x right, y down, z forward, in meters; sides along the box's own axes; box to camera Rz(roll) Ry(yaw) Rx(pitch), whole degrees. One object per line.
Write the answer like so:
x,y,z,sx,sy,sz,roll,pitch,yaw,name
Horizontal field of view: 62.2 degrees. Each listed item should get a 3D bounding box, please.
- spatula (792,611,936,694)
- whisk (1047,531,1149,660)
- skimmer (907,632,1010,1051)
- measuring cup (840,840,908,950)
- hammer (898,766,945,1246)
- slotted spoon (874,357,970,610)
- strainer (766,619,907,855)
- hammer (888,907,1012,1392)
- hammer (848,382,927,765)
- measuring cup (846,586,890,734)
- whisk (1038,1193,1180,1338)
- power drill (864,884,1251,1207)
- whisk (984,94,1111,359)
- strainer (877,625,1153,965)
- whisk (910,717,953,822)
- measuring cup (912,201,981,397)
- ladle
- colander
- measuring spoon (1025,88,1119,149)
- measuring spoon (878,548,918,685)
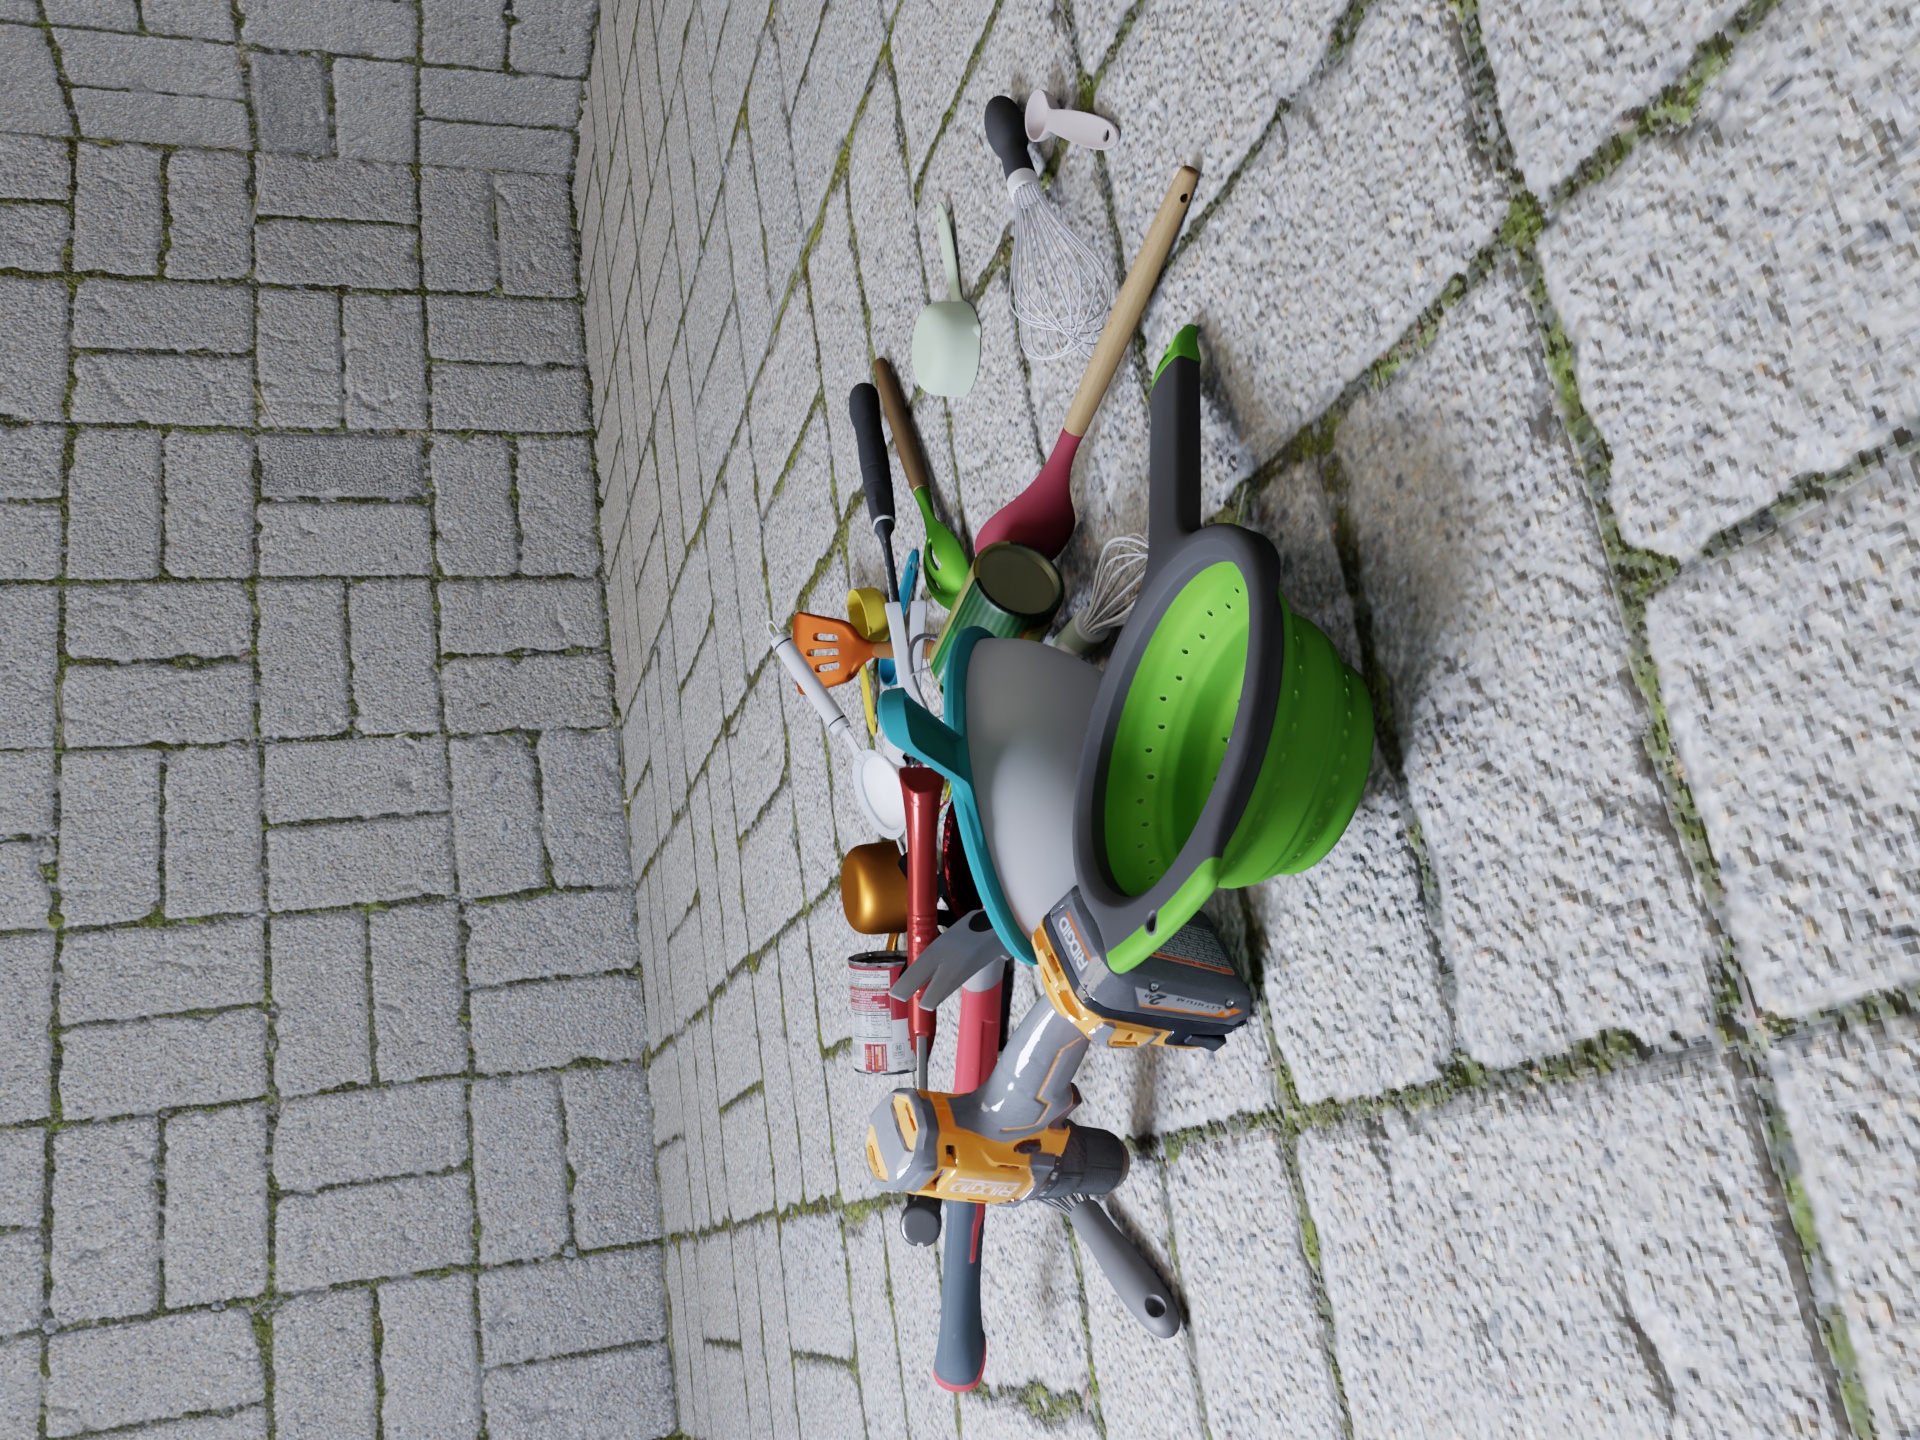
-0.069,-0.062,1.408,0.323,0.041,0.081,3,96,62,spatula
0.088,-0.063,1.022,0.059,0.058,0.246,-60,5,-21,whisk
0.000,0.113,1.215,0.127,0.090,0.363,-56,-29,-66,skimmer
-0.086,0.197,1.512,0.095,0.052,0.173,-129,43,-59,measuring cup
-0.030,0.216,1.254,0.149,0.036,0.359,83,-173,-90,hammer
-0.040,-0.214,1.384,0.070,0.031,0.314,105,156,-48,slotted spoon
-0.104,0.010,1.459,0.258,0.050,0.087,54,144,10,strainer
-0.002,0.307,1.069,0.038,0.143,0.386,16,116,27,hammer
-0.065,-0.159,1.347,0.149,0.036,0.409,92,171,-46,hammer
-0.082,-0.056,1.530,0.062,0.029,0.156,-132,32,-54,measuring cup
0.082,0.336,1.078,0.239,0.055,0.055,-140,50,-59,whisk
0.073,0.208,0.943,0.226,0.185,0.084,-53,39,25,power drill
0.049,-0.344,1.085,0.070,0.070,0.285,111,155,-47,whisk
0.048,0.024,0.906,0.340,0.095,0.211,37,-136,-69,strainer
-0.001,-0.005,1.283,0.051,0.047,0.244,52,136,40,whisk
-0.020,-0.344,1.292,0.083,0.038,0.168,149,115,-68,measuring cup
0.083,-0.207,1.016,0.315,0.069,0.031,114,146,-40,ladle
0.144,-0.054,0.830,0.204,0.094,0.397,124,157,-52,colander
0.078,-0.397,1.062,0.124,0.018,0.034,46,135,52,measuring spoon
-0.048,-0.092,1.441,0.042,0.021,0.128,40,120,58,measuring spoon
